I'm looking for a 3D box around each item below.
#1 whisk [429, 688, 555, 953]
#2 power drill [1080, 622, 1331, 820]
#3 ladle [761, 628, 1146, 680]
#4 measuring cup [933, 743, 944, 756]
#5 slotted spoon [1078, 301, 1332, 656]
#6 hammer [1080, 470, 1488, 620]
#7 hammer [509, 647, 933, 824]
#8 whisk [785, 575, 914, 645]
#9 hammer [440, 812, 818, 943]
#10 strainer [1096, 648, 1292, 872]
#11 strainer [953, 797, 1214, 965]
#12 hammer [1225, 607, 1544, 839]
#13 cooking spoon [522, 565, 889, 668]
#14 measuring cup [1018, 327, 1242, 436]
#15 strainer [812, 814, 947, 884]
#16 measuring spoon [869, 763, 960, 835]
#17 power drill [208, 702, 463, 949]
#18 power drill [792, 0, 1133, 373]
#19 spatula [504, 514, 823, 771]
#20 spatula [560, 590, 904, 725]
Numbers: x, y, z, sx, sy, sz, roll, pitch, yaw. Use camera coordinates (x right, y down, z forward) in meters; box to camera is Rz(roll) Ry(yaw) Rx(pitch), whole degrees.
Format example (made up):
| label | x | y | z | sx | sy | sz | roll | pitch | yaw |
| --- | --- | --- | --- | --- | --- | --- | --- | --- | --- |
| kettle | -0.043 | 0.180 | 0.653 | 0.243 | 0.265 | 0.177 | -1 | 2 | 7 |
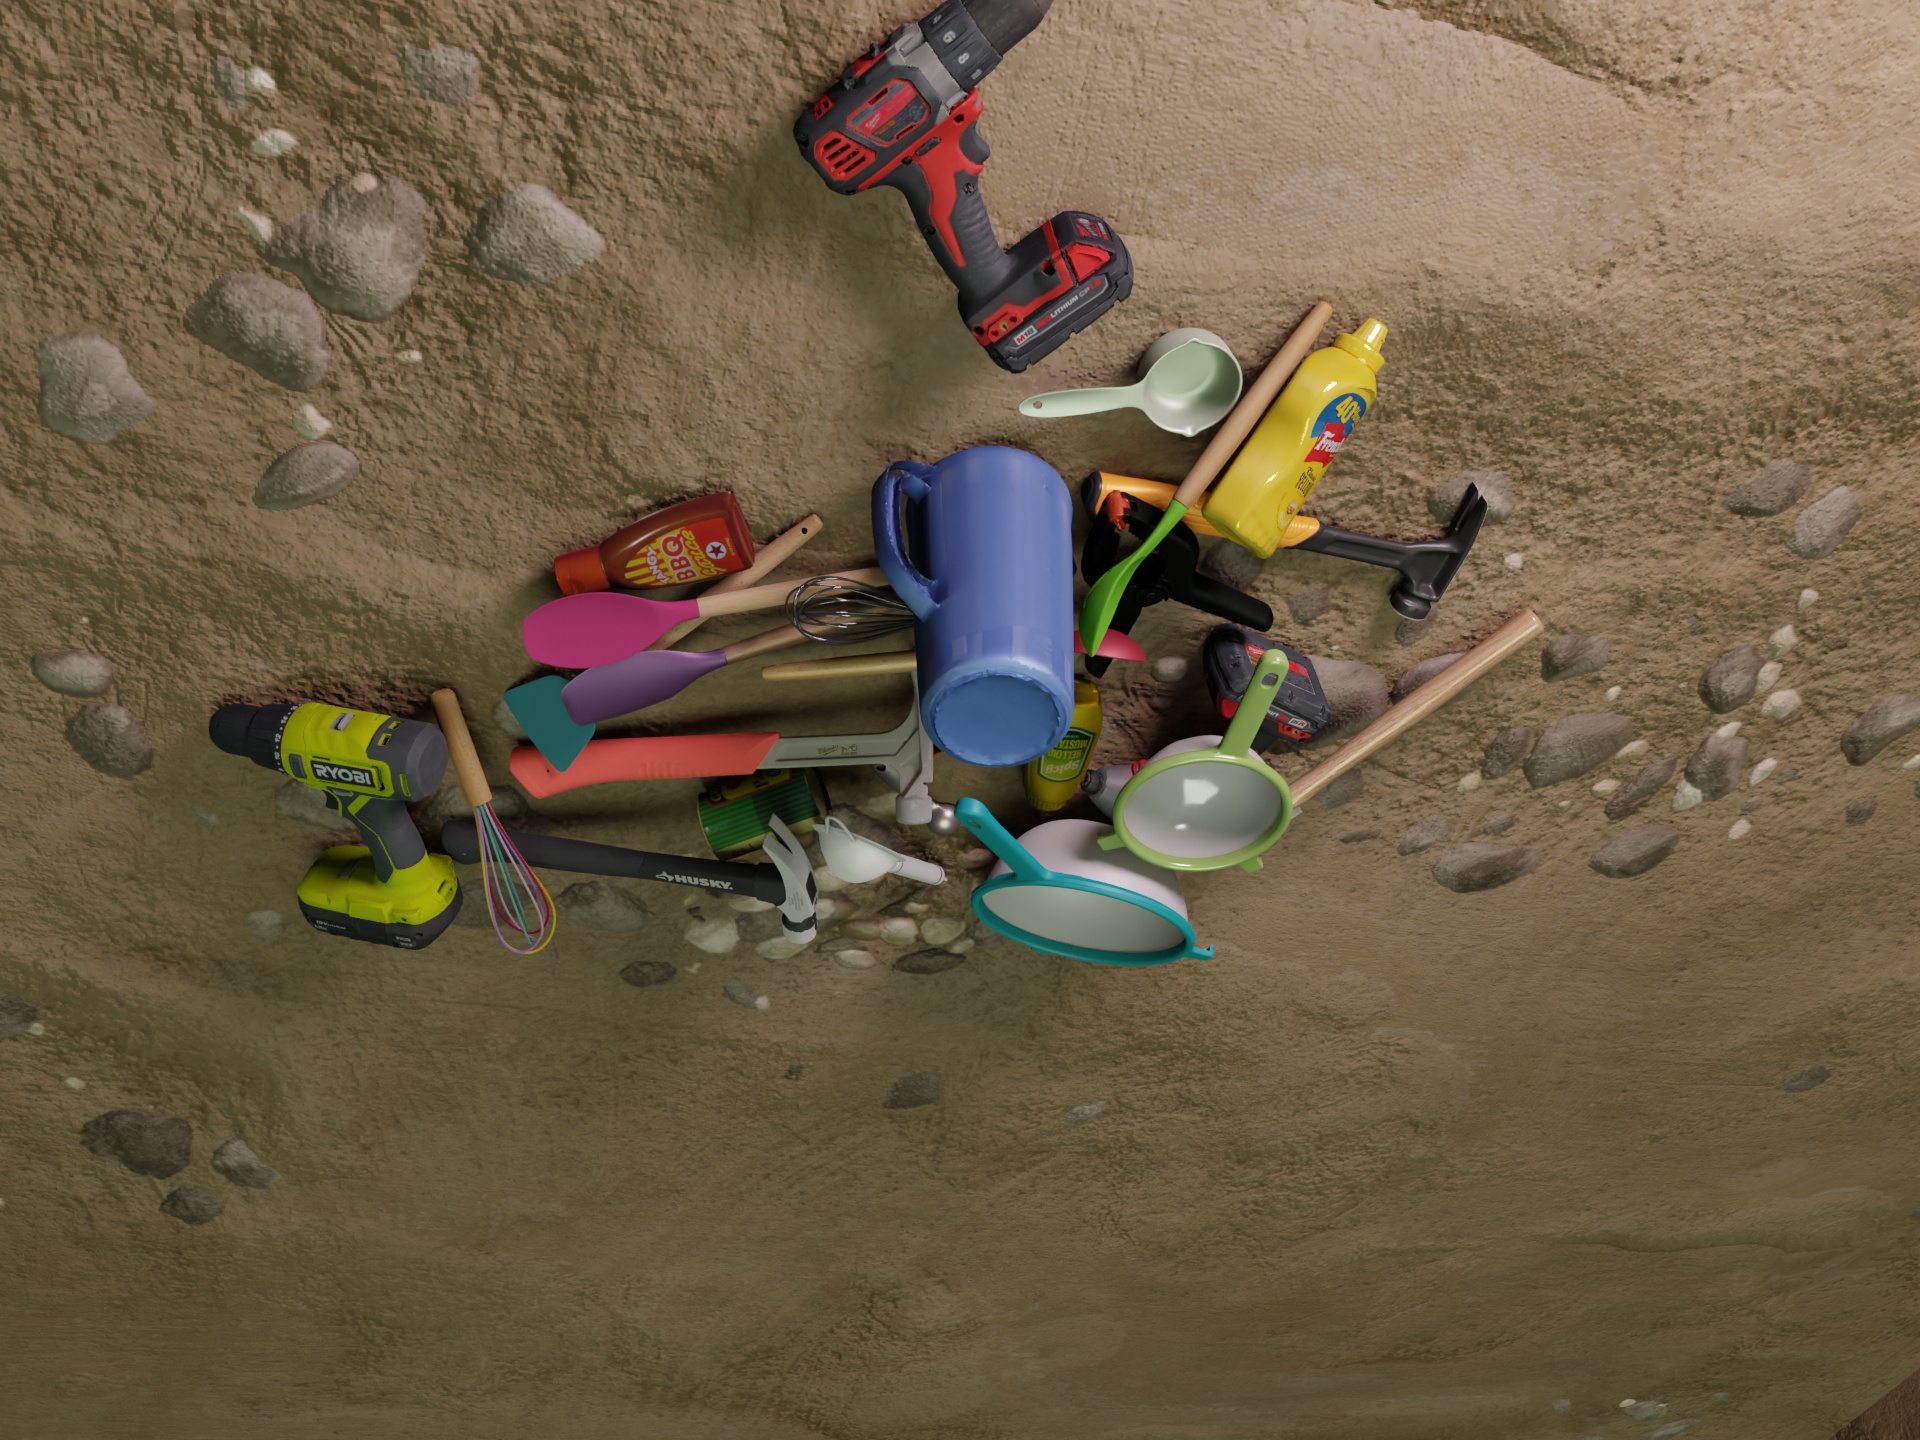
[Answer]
| label | x | y | z | sx | sy | sz | roll | pitch | yaw |
| --- | --- | --- | --- | --- | --- | --- | --- | --- | --- |
| whisk | -0.398 | 0.087 | 1.352 | 0.047 | 0.051 | 0.244 | -14 | 107 | 0 |
| power drill | 0.214 | 0.023 | 1.425 | 0.143 | 0.079 | 0.219 | 20 | 128 | -24 |
| ladle | -0.007 | -0.051 | 1.302 | 0.315 | 0.069 | 0.031 | -5 | 95 | 4 |
| measuring cup | -0.002 | -0.004 | 1.373 | 0.173 | 0.095 | 0.052 | -21 | 116 | 38 |
| slotted spoon | 0.179 | -0.183 | 1.191 | 0.031 | 0.070 | 0.314 | 37 | 93 | 9 |
| hammer | 0.260 | -0.162 | 1.294 | 0.336 | 0.034 | 0.127 | 8 | 130 | -16 |
| hammer | -0.203 | 0.020 | 1.354 | 0.359 | 0.037 | 0.149 | -2 | 95 | 3 |
| whisk | -0.031 | -0.085 | 1.284 | 0.238 | 0.055 | 0.055 | 1 | 133 | -32 |
| hammer | -0.292 | 0.122 | 1.391 | 0.335 | 0.035 | 0.146 | 7 | 139 | 7 |
| strainer | 0.215 | 0.022 | 1.322 | 0.151 | 0.069 | 0.256 | 9 | 134 | -9 |
| strainer | 0.090 | 0.120 | 1.441 | 0.211 | 0.095 | 0.340 | -3 | 150 | 32 |
| hammer | 0.381 | 0.010 | 1.437 | 0.331 | 0.031 | 0.130 | -38 | 170 | 11 |
| cooking spoon | -0.182 | -0.092 | 1.251 | 0.319 | 0.017 | 0.068 | -11 | 129 | -15 |
| measuring cup | 0.125 | -0.252 | 1.191 | 0.167 | 0.038 | 0.083 | -7 | 132 | -1 |
| strainer | -0.064 | 0.128 | 1.427 | 0.087 | 0.050 | 0.258 | 16 | 174 | 25 |
| measuring spoon | -0.043 | 0.071 | 1.460 | 0.034 | 0.018 | 0.124 | -34 | 127 | 20 |
| power drill | -0.518 | 0.080 | 1.338 | 0.190 | 0.080 | 0.228 | 9 | 131 | 8 |
| power drill | 0.026 | -0.365 | 1.051 | 0.188 | 0.080 | 0.226 | -33 | 125 | 19 |
| spatula | -0.238 | -0.071 | 1.289 | 0.317 | 0.044 | 0.082 | -35 | 95 | 11 |
| spatula | -0.166 | -0.062 | 1.284 | 0.316 | 0.018 | 0.059 | -18 | 134 | -8 |
